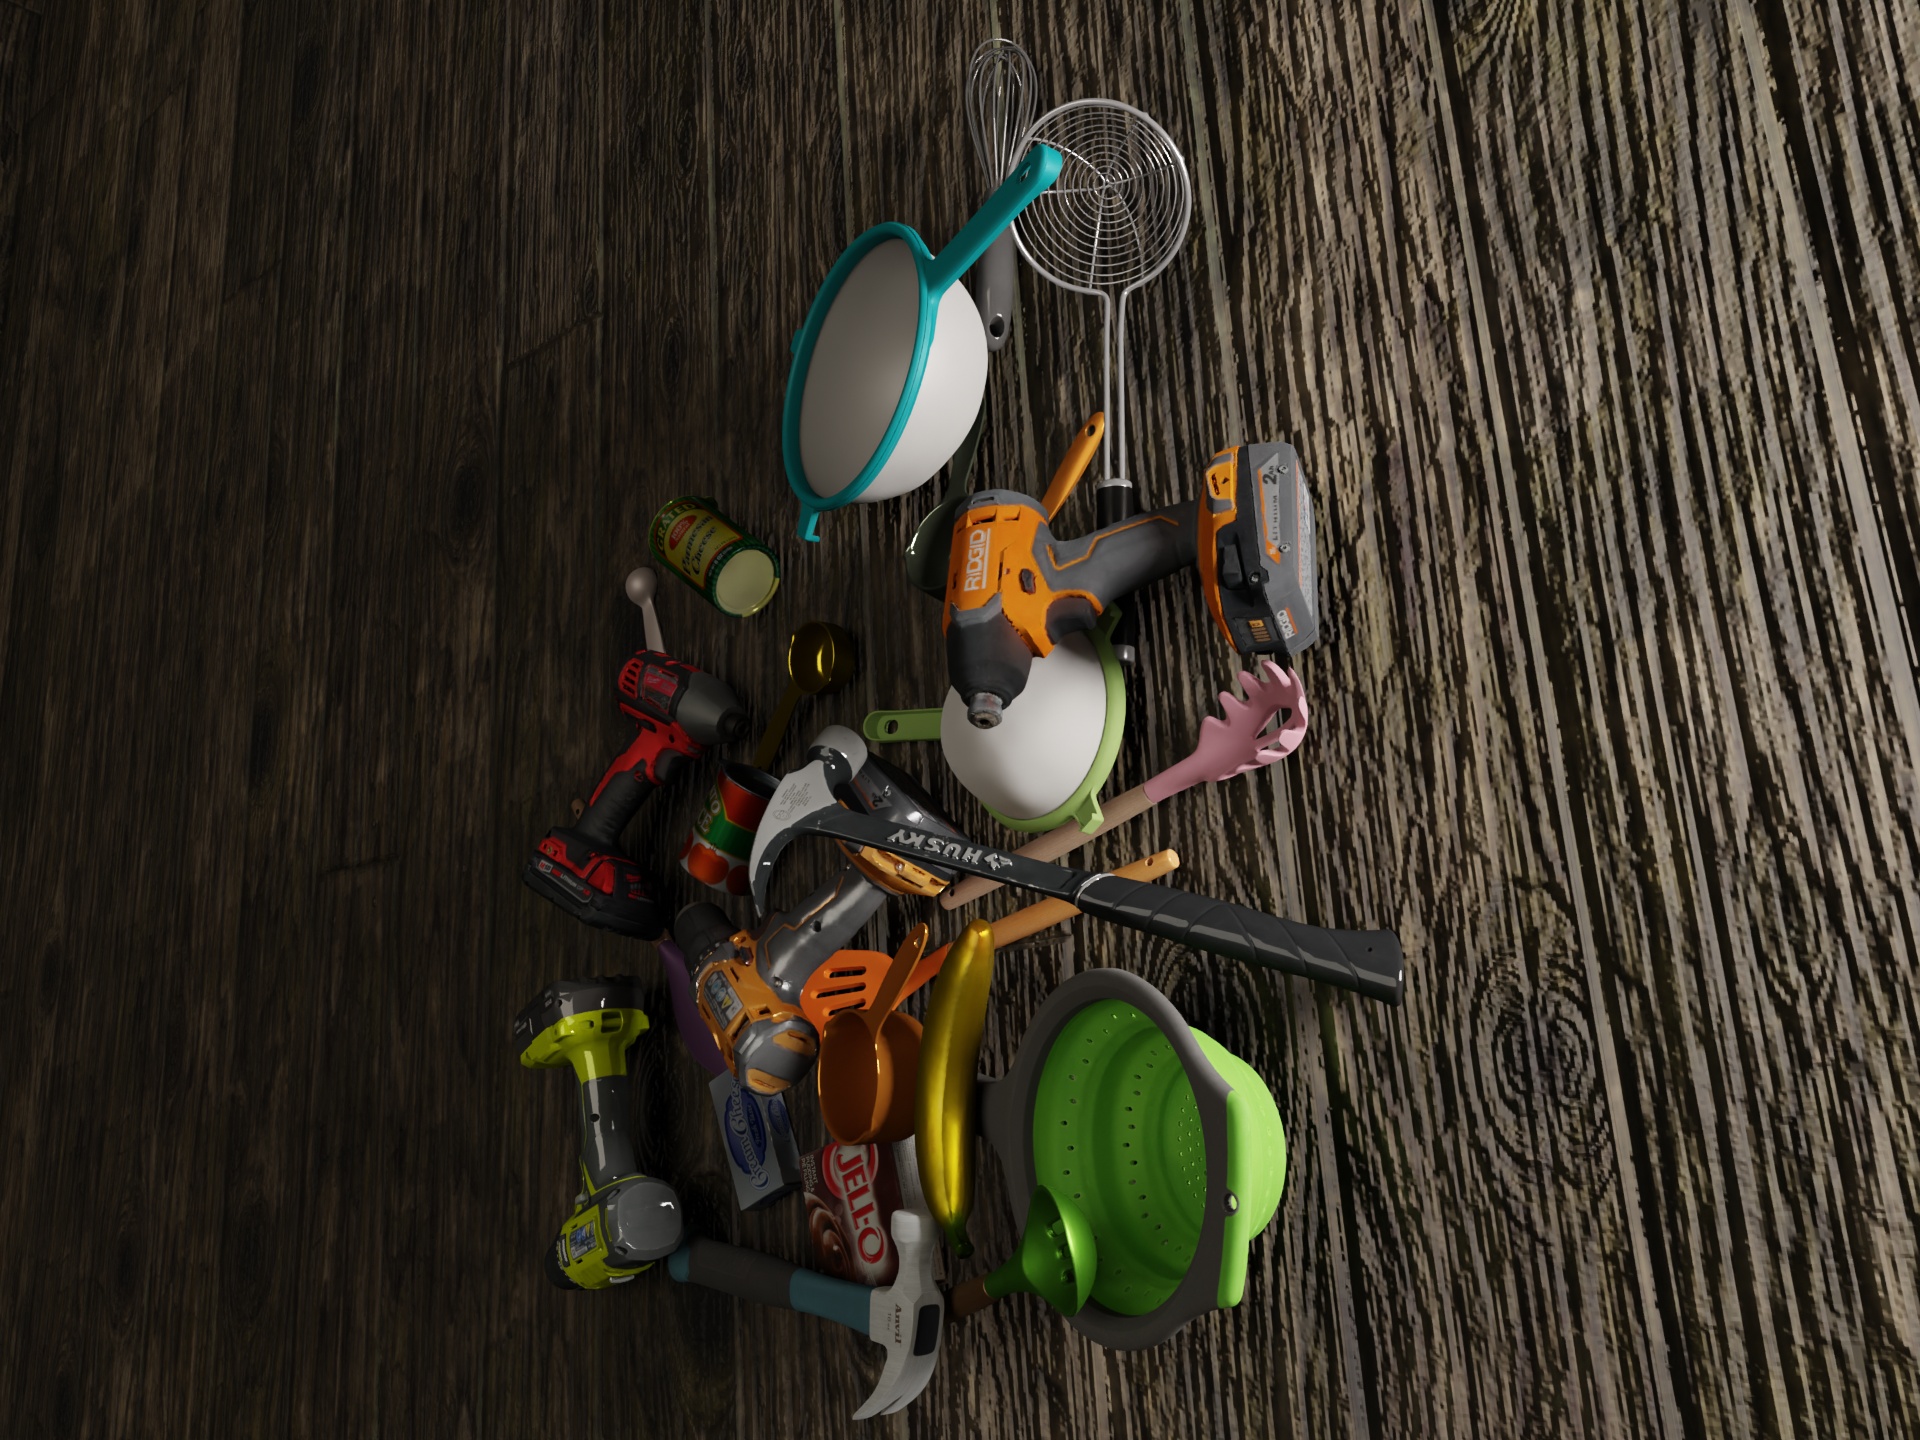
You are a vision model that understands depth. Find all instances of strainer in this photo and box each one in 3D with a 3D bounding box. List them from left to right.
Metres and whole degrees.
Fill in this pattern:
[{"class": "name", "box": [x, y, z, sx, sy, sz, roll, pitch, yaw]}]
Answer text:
[{"class": "strainer", "box": [-0.008, -0.272, 1.117, 0.340, 0.095, 0.211, -36, 50, 47]}, {"class": "strainer", "box": [-0.002, -0.003, 1.079, 0.256, 0.069, 0.151, -3, 78, 49]}]

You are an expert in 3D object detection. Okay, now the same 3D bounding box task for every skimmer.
[{"class": "skimmer", "box": [0.092, -0.221, 1.047, 0.127, 0.090, 0.363, -4, 80, 20]}]

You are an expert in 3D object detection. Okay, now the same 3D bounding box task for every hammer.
[{"class": "hammer", "box": [-0.115, 0.384, 1.085, 0.331, 0.033, 0.128, -13, 73, 53]}, {"class": "hammer", "box": [0.060, 0.100, 0.947, 0.409, 0.036, 0.149, 13, 44, 23]}]

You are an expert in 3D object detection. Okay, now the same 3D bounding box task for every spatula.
[{"class": "spatula", "box": [-0.256, 0.171, 1.317, 0.059, 0.018, 0.316, -53, 52, 17]}, {"class": "spatula", "box": [0.008, 0.147, 1.074, 0.322, 0.041, 0.081, -28, 46, 32]}]

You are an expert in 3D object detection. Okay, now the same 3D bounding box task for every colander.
[{"class": "colander", "box": [0.075, 0.246, 0.974, 0.397, 0.094, 0.204, -2, 84, 59]}]

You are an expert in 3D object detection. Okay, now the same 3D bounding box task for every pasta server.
[{"class": "pasta server", "box": [0.096, 0.055, 1.020, 0.316, 0.040, 0.060, -32, 49, 33]}]

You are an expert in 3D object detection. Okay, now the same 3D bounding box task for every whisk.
[{"class": "whisk", "box": [0.026, -0.390, 1.178, 0.055, 0.055, 0.239, -3, 82, 41]}]

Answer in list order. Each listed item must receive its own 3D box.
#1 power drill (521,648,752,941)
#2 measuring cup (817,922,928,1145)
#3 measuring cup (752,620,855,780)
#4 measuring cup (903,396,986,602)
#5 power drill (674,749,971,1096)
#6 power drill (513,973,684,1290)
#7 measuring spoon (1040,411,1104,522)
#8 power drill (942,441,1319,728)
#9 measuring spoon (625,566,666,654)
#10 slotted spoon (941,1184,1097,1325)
[{"class": "power drill", "box": [-0.254, 0.059, 1.293, 0.143, 0.078, 0.220, 22, 86, 39]}, {"class": "measuring cup", "box": [-0.037, 0.199, 1.027, 0.173, 0.052, 0.095, -65, 35, 25]}, {"class": "measuring cup", "box": [-0.125, -0.009, 1.245, 0.062, 0.029, 0.156, 51, 125, 36]}, {"class": "measuring cup", "box": [0.009, -0.159, 1.155, 0.083, 0.038, 0.168, -12, 56, 41]}, {"class": "power drill", "box": [-0.113, 0.127, 1.131, 0.226, 0.084, 0.186, -53, 39, 6]}, {"class": "power drill", "box": [-0.296, 0.335, 1.267, 0.190, 0.080, 0.229, -40, 56, 47]}, {"class": "measuring spoon", "box": [0.068, -0.165, 1.112, 0.021, 0.011, 0.117, 42, 108, 39]}, {"class": "power drill", "box": [0.096, -0.077, 0.961, 0.226, 0.084, 0.164, -8, 55, 22]}, {"class": "measuring spoon", "box": [-0.274, -0.080, 1.389, 0.034, 0.018, 0.124, -32, 62, 32]}, {"class": "slotted spoon", "box": [0.011, 0.342, 0.957, 0.313, 0.031, 0.070, -52, 48, 53]}]
